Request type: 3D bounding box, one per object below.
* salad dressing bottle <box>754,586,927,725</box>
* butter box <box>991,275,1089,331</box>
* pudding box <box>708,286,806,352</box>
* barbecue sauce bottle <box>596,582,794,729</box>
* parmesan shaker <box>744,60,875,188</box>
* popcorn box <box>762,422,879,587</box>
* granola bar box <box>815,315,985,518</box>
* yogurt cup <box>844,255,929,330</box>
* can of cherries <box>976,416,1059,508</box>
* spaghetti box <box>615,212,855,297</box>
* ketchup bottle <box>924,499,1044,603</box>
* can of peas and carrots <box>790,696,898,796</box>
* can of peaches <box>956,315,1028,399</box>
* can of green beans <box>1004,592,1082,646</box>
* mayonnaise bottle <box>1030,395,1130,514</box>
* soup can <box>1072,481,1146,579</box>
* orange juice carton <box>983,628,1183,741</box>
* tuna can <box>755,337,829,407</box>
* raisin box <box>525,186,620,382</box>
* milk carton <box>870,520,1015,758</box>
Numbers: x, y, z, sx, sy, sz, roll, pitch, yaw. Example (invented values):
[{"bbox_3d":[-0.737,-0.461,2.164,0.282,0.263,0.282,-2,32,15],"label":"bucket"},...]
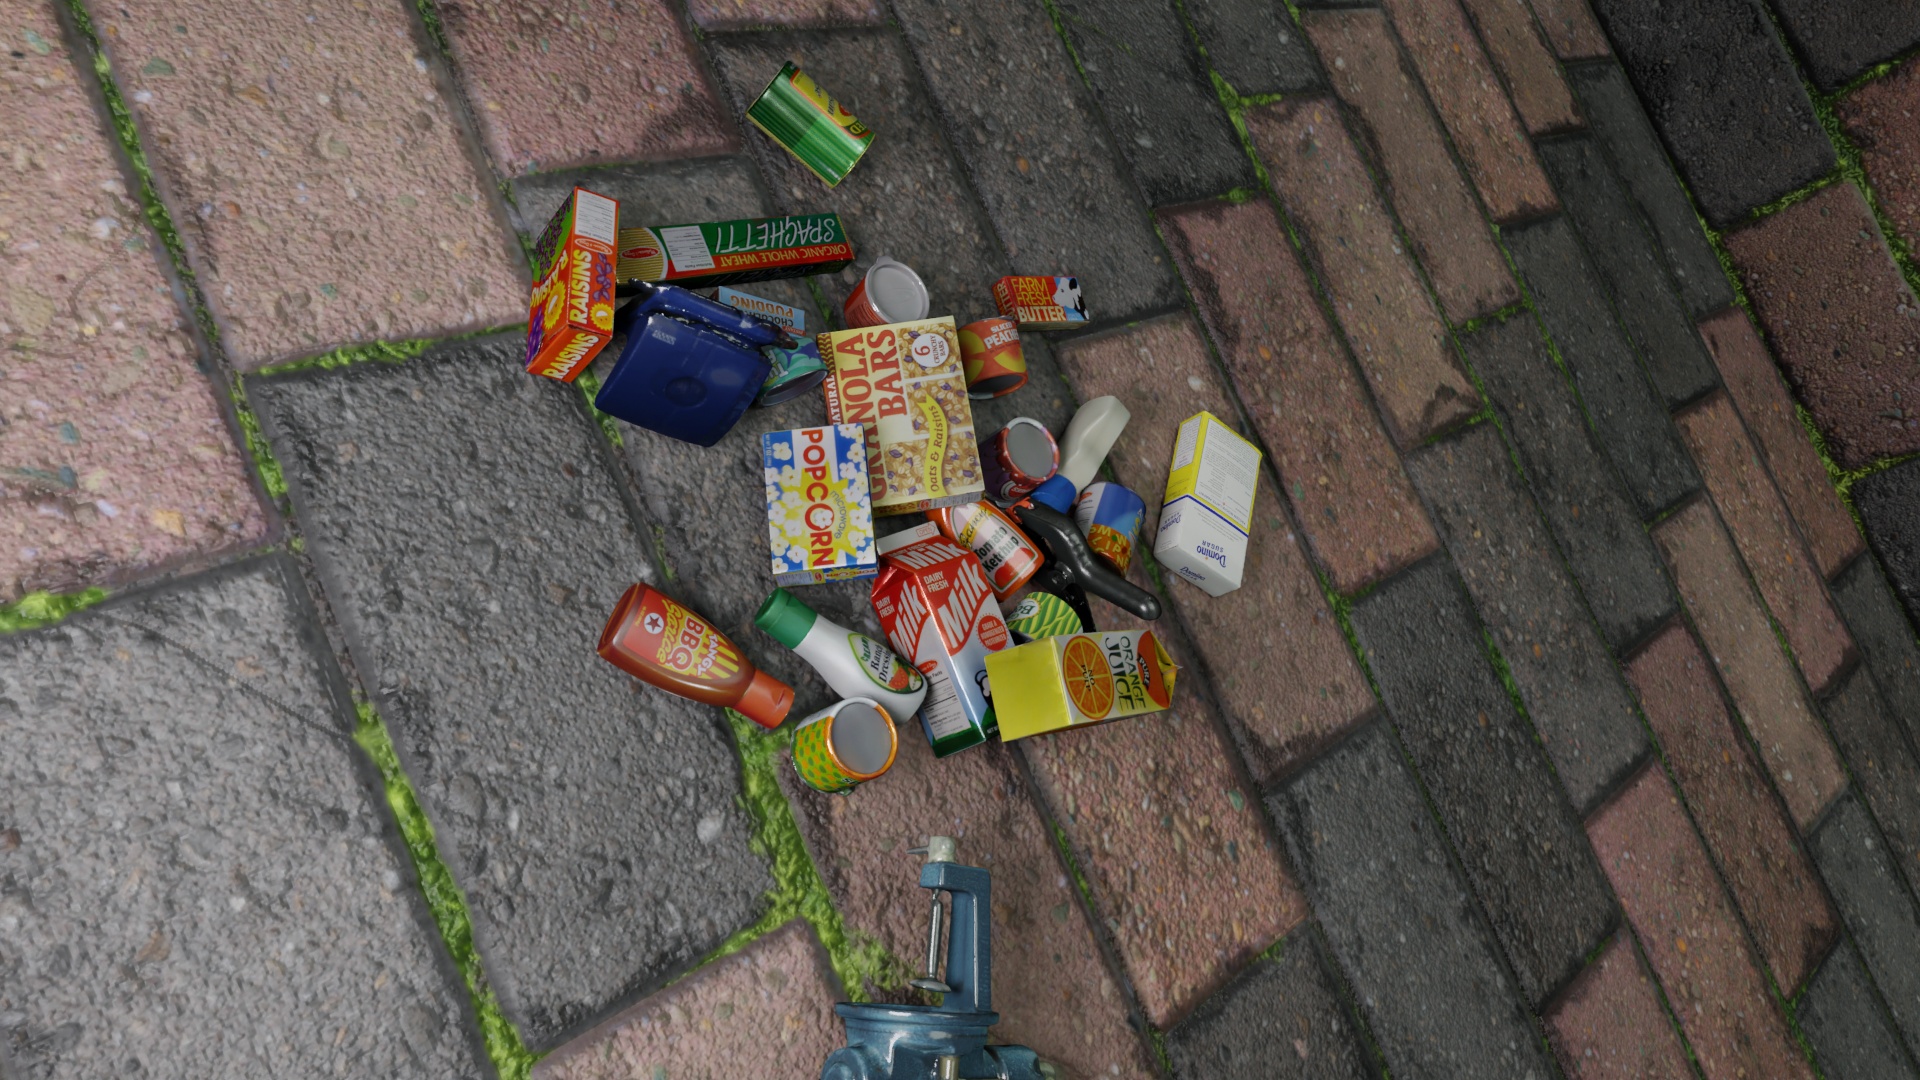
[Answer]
[{"bbox_3d":[-0.097,0.093,1.122,0.147,0.043,0.064,36,28,-15],"label":"salad dressing bottle"},{"bbox_3d":[0.083,-0.243,1.421,0.104,0.024,0.053,-9,77,-39],"label":"butter box"},{"bbox_3d":[-0.179,-0.182,1.179,0.084,0.049,0.030,11,63,-33],"label":"pudding box"},{"bbox_3d":[-0.196,0.093,1.049,0.148,0.043,0.065,33,53,-22],"label":"barbecue sauce bottle"},{"bbox_3d":[-0.139,-0.384,1.283,0.103,0.071,0.072,38,53,-19],"label":"parmesan shaker"},{"bbox_3d":[-0.115,-0.030,1.142,0.085,0.038,0.127,-6,71,-3],"label":"popcorn box"},{"bbox_3d":[-0.053,-0.106,1.210,0.124,0.039,0.166,-9,73,-4],"label":"granola bar box"},{"bbox_3d":[-0.070,-0.214,1.272,0.072,0.053,0.072,15,62,-32],"label":"yogurt cup"},{"bbox_3d":[0.051,-0.073,1.300,0.071,0.058,0.072,16,62,-31],"label":"can of cherries"},{"bbox_3d":[-0.202,-0.249,1.204,0.251,0.028,0.050,-16,81,-40],"label":"spaghetti box"},{"bbox_3d":[0.004,-0.016,1.244,0.065,0.043,0.149,-44,94,-13],"label":"ketchup bottle"},{"bbox_3d":[-0.090,0.163,1.089,0.071,0.058,0.071,15,63,-31],"label":"can of peas and carrots"},{"bbox_3d":[0.028,-0.173,1.318,0.071,0.071,0.058,-2,73,-38],"label":"can of peaches"},{"bbox_3d":[0.068,0.088,1.237,0.071,0.071,0.058,50,49,-9],"label":"can of green beans"},{"bbox_3d":[0.111,-0.076,1.347,0.041,0.064,0.149,45,55,-18],"label":"mayonnaise bottle"},{"bbox_3d":[0.138,-0.003,1.329,0.071,0.071,0.084,35,54,-21],"label":"soup can"},{"bbox_3d":[0.110,0.118,1.164,0.193,0.071,0.073,1,73,-52],"label":"orange juice carton"},{"bbox_3d":[-0.148,-0.142,1.172,0.071,0.071,0.033,-23,85,-41],"label":"tuna can"},{"bbox_3d":[-0.299,-0.196,1.070,0.040,0.086,0.124,13,63,-35],"label":"raisin box"},{"bbox_3d":[-0.011,0.078,1.176,0.072,0.073,0.190,-18,82,-41],"label":"milk carton"}]
